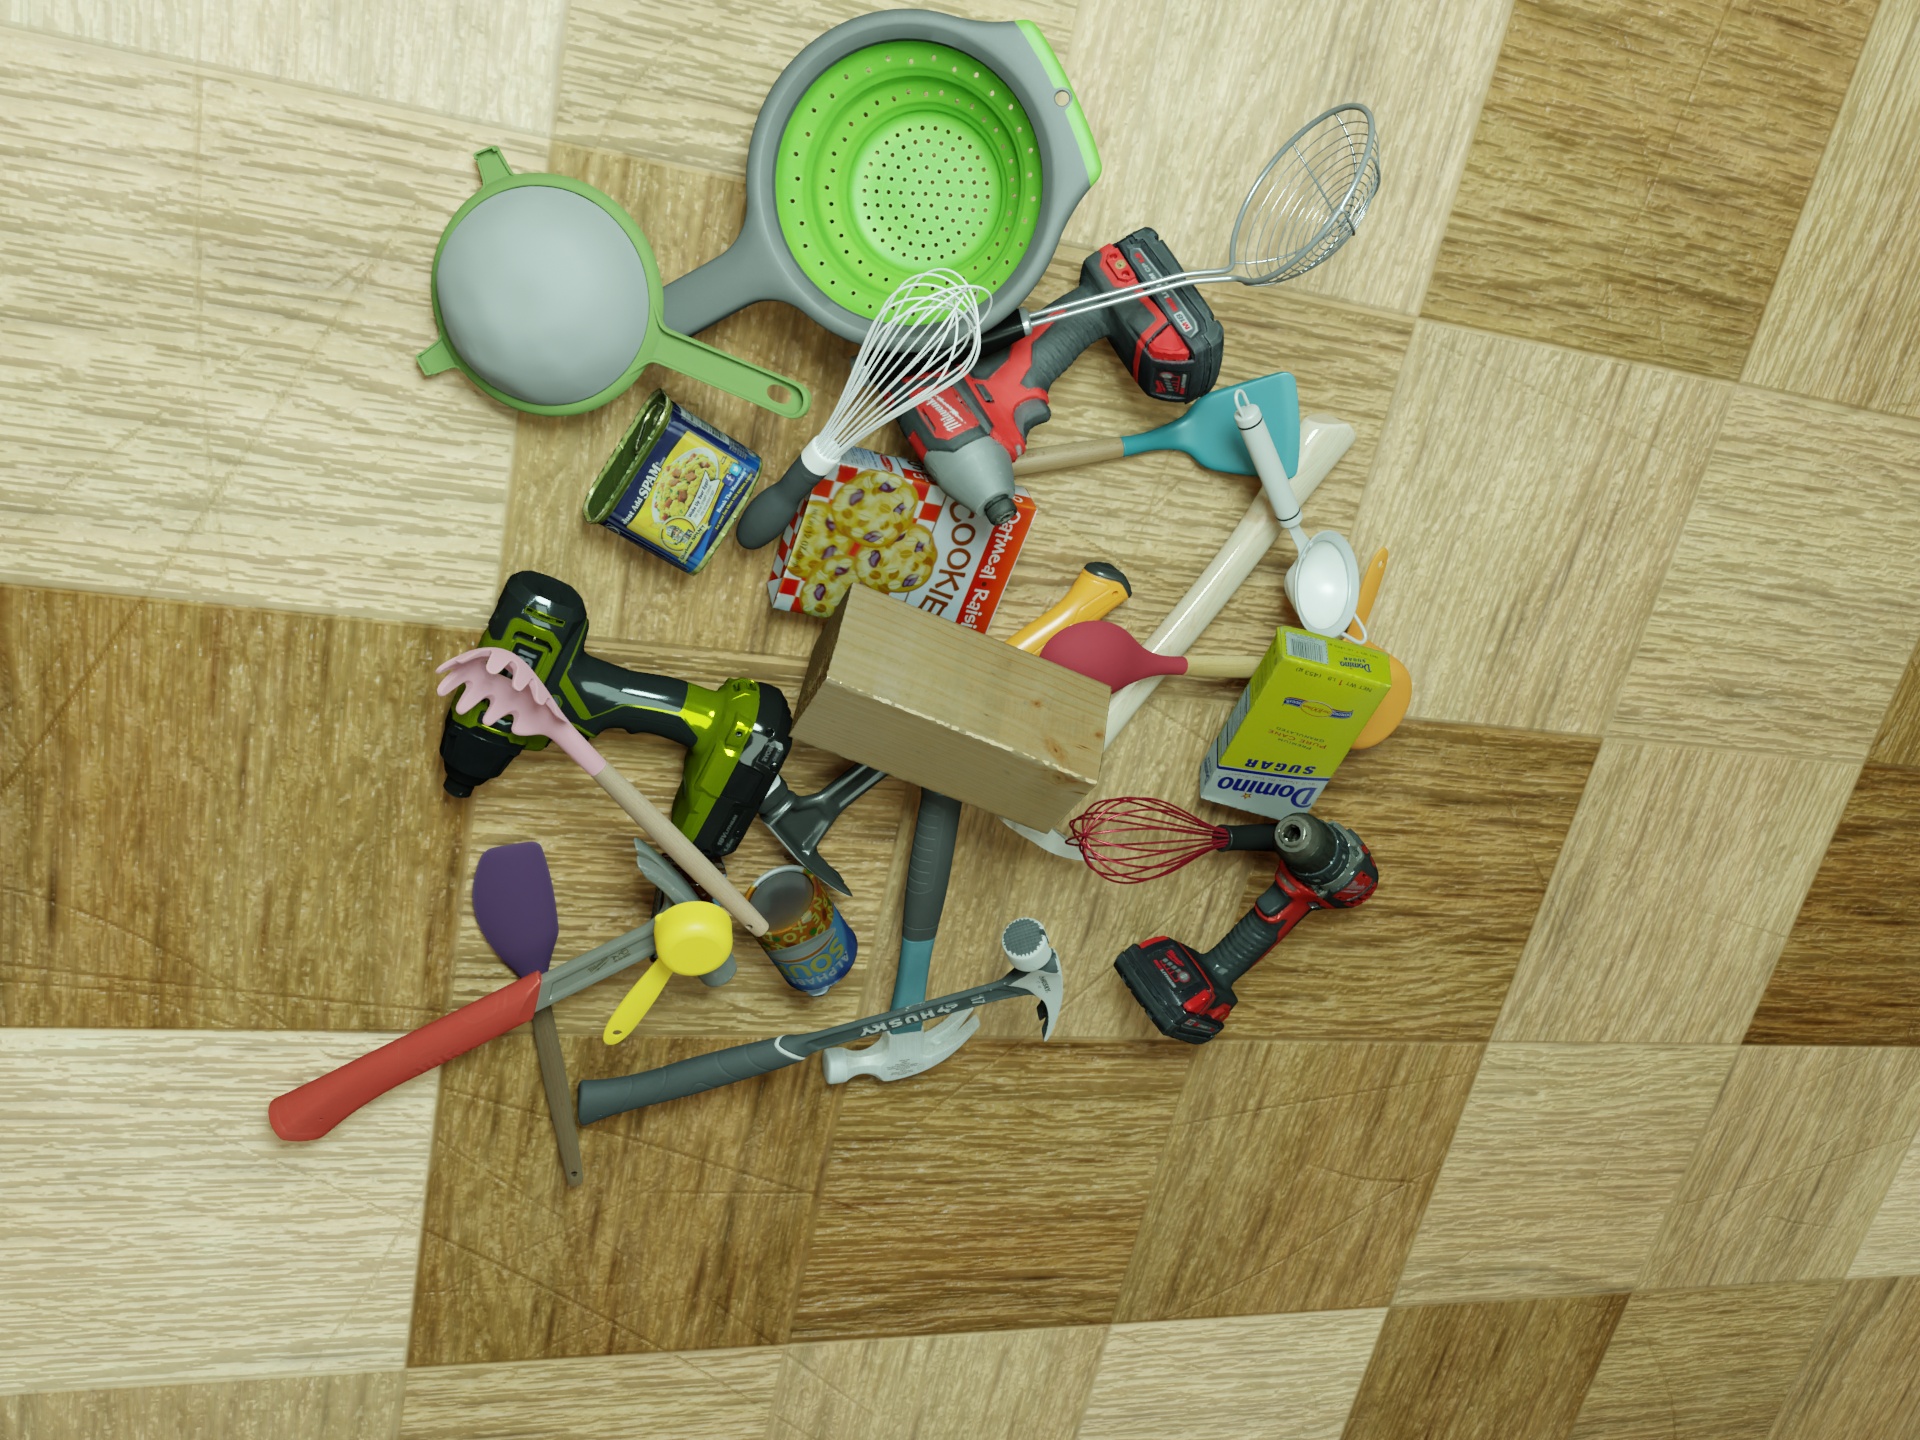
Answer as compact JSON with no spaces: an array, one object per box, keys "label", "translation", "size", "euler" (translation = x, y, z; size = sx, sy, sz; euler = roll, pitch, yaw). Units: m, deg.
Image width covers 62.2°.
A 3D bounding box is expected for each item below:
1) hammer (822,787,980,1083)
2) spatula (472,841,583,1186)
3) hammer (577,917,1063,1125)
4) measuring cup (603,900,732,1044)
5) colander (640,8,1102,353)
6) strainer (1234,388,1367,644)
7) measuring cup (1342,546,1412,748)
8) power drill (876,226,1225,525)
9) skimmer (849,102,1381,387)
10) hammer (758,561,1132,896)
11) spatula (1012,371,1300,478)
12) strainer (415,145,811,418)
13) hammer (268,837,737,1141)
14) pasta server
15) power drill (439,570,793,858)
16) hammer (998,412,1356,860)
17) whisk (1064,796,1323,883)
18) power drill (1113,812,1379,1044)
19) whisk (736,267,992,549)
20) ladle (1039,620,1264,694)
[{"label":"hammer","translation":[-0.033,0.161,1.280],"size":[0.128,0.033,0.330],"euler":[-3,123,-19]},{"label":"spatula","translation":[-0.329,0.237,1.246],"size":[0.059,0.018,0.315],"euler":[-10,115,-12]},{"label":"hammer","translation":[-0.114,0.256,1.265],"size":[0.409,0.036,0.149],"euler":[-16,142,5]},{"label":"measuring cup","translation":[-0.222,0.197,1.177],"size":[0.062,0.029,0.156],"euler":[25,116,-30]},{"label":"colander","translation":[-0.101,-0.311,1.049],"size":[0.397,0.094,0.204],"euler":[-25,100,13]},{"label":"strainer","translation":[0.253,-0.152,1.217],"size":[0.087,0.050,0.258],"euler":[-55,133,-25]},{"label":"measuring cup","translation":[0.341,-0.055,1.309],"size":[0.095,0.052,0.173],"euler":[-13,127,-31]},{"label":"power drill","translation":[0.066,-0.235,1.109],"size":[0.219,0.078,0.143],"euler":[-29,74,-5]},{"label":"skimmer","translation":[0.094,-0.304,1.040],"size":[0.363,0.127,0.090],"euler":[-15,129,6]},{"label":"hammer","translation":[-0.002,-0.004,1.240],"size":[0.337,0.034,0.127],"euler":[-38,125,-1]},{"label":"spatula","translation":[0.099,-0.200,1.187],"size":[0.317,0.044,0.082],"euler":[-11,113,-13]},{"label":"strainer","translation":[-0.217,-0.243,0.993],"size":[0.256,0.069,0.151],"euler":[22,107,-2]},{"label":"hammer","translation":[-0.356,0.216,1.188],"size":[0.359,0.037,0.149],"euler":[-26,131,2]},{"label":"pasta server","translation":[-0.237,0.057,1.107],"size":[0.060,0.040,0.316],"euler":[-18,126,33]},{"label":"power drill","translation":[-0.249,0.009,1.143],"size":[0.223,0.080,0.171],"euler":[22,109,-23]},{"label":"hammer","translation":[0.179,-0.068,1.270],"size":[0.410,0.038,0.146],"euler":[-51,132,4]},{"label":"whisk","translation":[0.204,0.098,1.321],"size":[0.295,0.073,0.073],"euler":[3,113,-38]},{"label":"power drill","translation":[0.240,0.166,1.328],"size":[0.226,0.080,0.187],"euler":[-42,150,10]},{"label":"whisk","translation":[-0.074,-0.190,1.027],"size":[0.070,0.070,0.284],"euler":[24,140,-26]},{"label":"ladle","translation":[0.192,-0.042,1.255],"size":[0.315,0.031,0.069],"euler":[0,121,-37]}]
